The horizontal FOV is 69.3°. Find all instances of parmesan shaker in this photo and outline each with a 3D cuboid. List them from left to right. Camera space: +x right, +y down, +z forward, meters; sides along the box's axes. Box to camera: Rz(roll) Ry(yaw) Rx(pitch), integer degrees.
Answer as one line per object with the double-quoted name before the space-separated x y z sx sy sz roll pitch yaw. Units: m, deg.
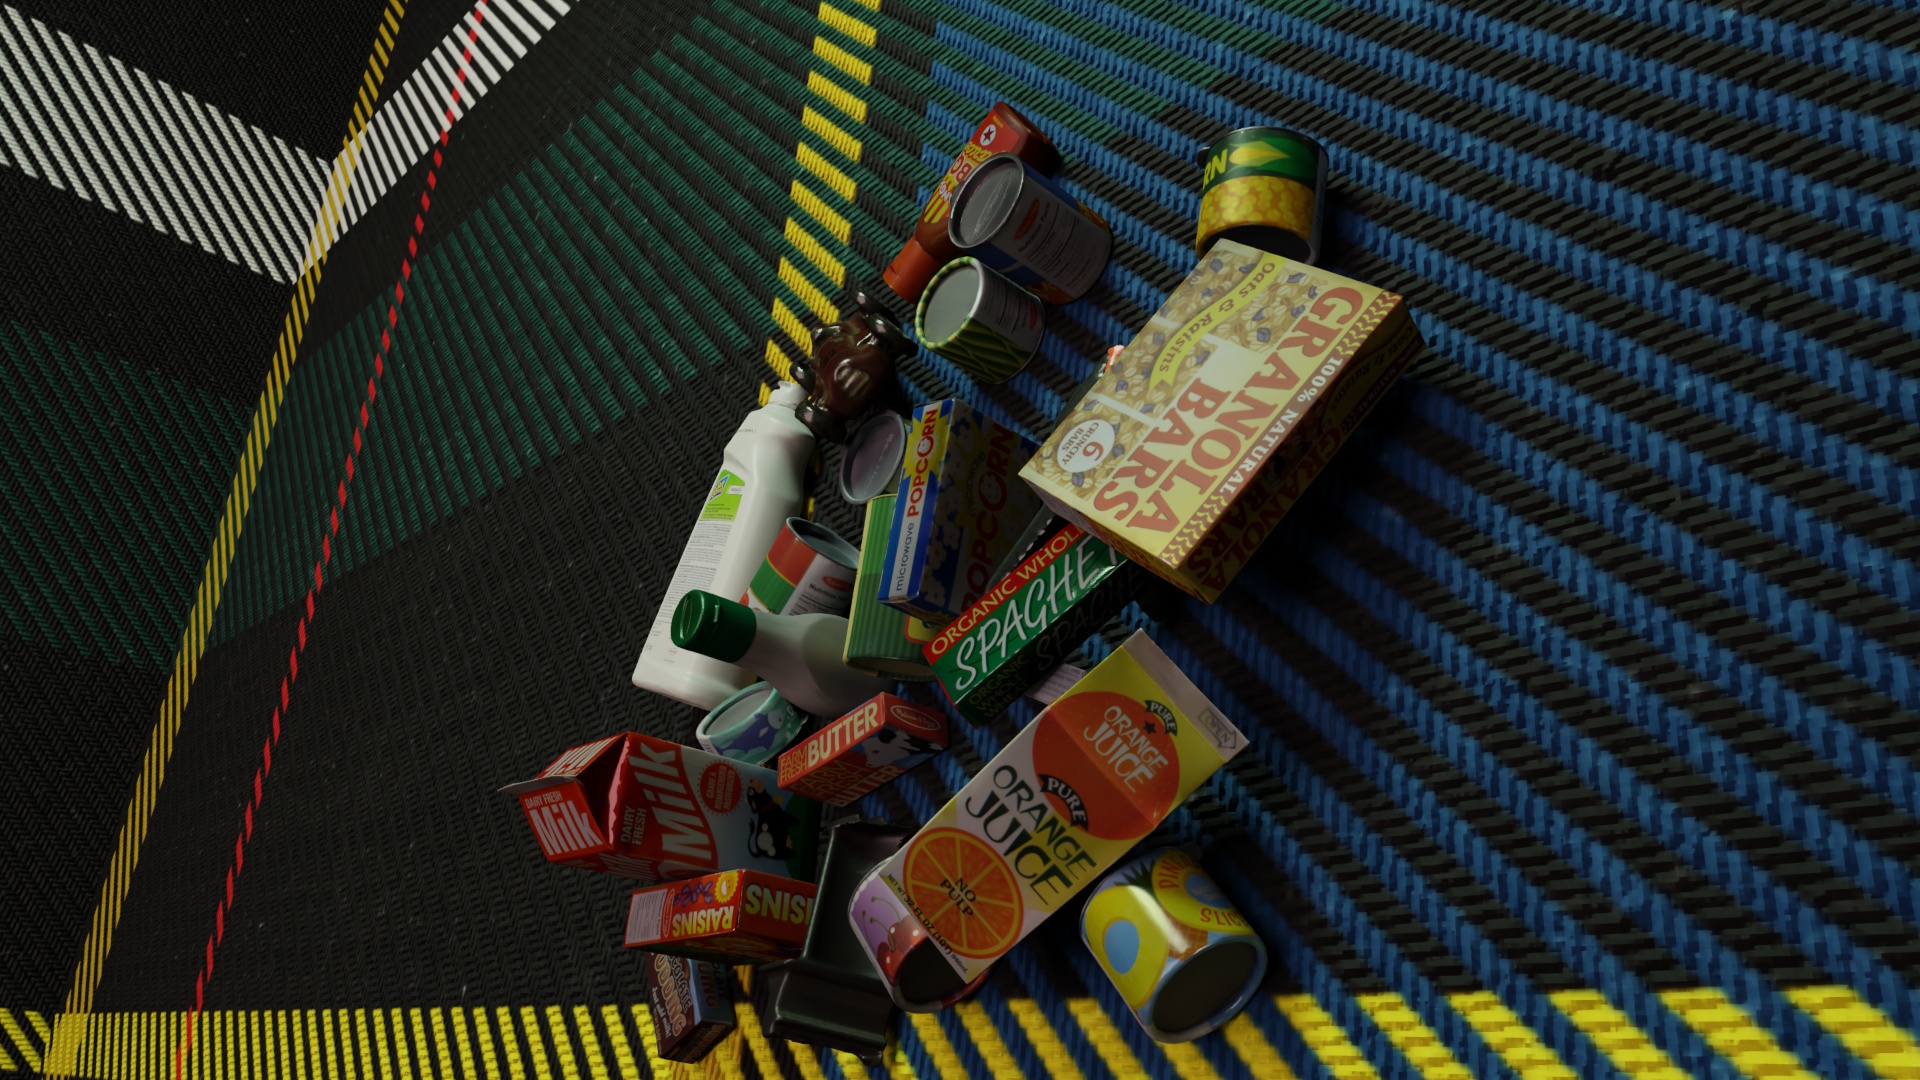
"parmesan shaker" -0.031 0.031 0.861 0.071 0.071 0.103 -12 64 46

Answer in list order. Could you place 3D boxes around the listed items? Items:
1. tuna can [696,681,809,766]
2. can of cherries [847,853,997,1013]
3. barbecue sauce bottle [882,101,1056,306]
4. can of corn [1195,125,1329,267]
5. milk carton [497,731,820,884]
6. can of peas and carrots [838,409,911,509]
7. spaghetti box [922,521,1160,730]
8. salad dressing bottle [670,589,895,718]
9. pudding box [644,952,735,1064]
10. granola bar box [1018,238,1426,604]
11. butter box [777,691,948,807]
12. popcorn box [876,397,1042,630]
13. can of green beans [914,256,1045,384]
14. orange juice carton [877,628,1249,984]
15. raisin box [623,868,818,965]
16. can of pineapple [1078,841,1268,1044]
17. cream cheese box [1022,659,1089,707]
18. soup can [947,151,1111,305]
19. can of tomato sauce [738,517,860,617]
"tuna can" -0.141 0.125 0.938 0.071 0.032 0.071 -28 16 9
"can of cherries" -0.018 0.208 0.747 0.071 0.071 0.058 -57 39 11
"barbecue sauce bottle" 0.003 -0.233 0.979 0.148 0.043 0.065 -50 42 19
"can of corn" 0.159 -0.179 0.745 0.071 0.071 0.058 -10 64 47
"milk carton" -0.183 0.170 0.859 0.072 0.190 0.074 -21 56 42
"can of peas and carrots" -0.038 -0.045 0.914 0.070 0.058 0.071 -27 51 40
"spaghetti box" 0.087 -0.001 0.714 0.250 0.028 0.050 -40 41 4
"salad dressing bottle" -0.108 0.068 0.861 0.044 0.147 0.064 -23 54 42
"pudding box" -0.180 0.294 0.919 0.049 0.030 0.084 -45 42 23
"granola bar box" 0.125 -0.063 0.680 0.166 0.039 0.124 -49 41 -6
"butter box" -0.061 0.130 0.850 0.103 0.053 0.024 -34 46 34
"popcorn box" 0.003 -0.010 0.825 0.038 0.085 0.127 -10 63 46
"can of green beans" 0.012 -0.144 0.908 0.071 0.058 0.071 -26 52 40
"orange juice carton" 0.051 0.124 0.665 0.072 0.073 0.191 49 123 12
"raisin box" -0.137 0.235 0.856 0.123 0.086 0.040 -22 54 42
"can of pineapple" 0.097 0.181 0.627 0.071 0.071 0.058 -56 40 13
"cream cheese box" 0.047 0.077 0.752 0.104 0.053 0.024 16 81 52
"soup can" 0.043 -0.197 0.879 0.071 0.084 0.071 -26 52 39
"can of tomato sauce" -0.111 0.035 0.949 0.083 0.071 0.071 -58 38 11
